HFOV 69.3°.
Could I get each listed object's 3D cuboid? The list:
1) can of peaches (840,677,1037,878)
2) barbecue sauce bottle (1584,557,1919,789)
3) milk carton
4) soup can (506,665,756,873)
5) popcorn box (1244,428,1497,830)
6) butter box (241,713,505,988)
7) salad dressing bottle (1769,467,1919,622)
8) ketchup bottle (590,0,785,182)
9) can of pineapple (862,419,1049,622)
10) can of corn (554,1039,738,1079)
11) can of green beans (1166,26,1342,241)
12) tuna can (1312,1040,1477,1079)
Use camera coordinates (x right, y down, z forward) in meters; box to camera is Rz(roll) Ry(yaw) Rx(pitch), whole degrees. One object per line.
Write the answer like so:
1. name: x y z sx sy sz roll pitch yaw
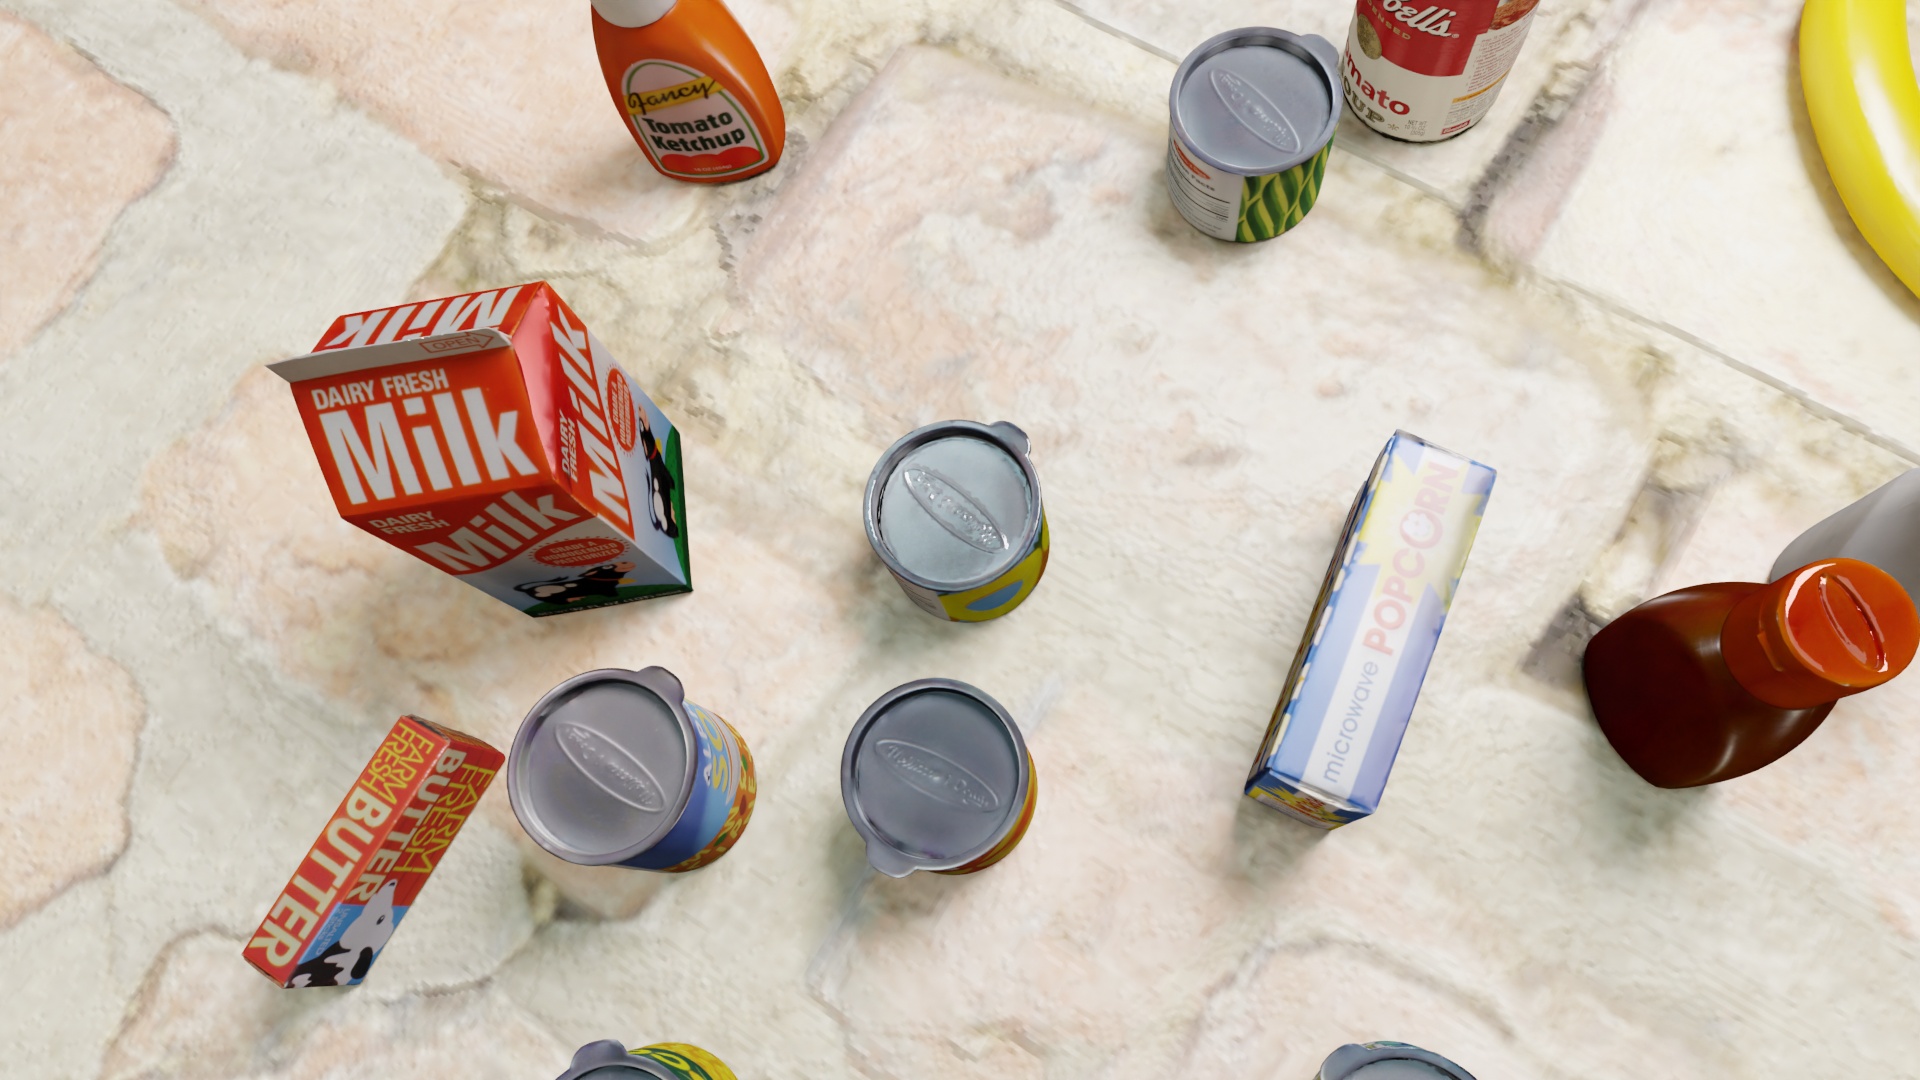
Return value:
1. can of peaches: -0.007 0.090 0.506 0.071 0.058 0.071 -2 74 6
2. barbecue sauce bottle: 0.246 0.041 0.442 0.044 0.148 0.065 -20 73 1
3. milk carton: -0.157 -0.031 0.489 0.072 0.190 0.073 -10 74 4
4. soup can: -0.114 0.084 0.507 0.071 0.083 0.071 -2 74 7
5. popcorn box: 0.142 0.035 0.489 0.038 0.085 0.127 21 78 12
6. butter box: -0.219 0.117 0.526 0.024 0.053 0.103 29 79 14
7. salad dressing bottle: 0.315 -0.001 0.446 0.044 0.147 0.064 42 83 16
8. ketchup bottle: -0.116 -0.198 0.554 0.065 0.148 0.043 -4 74 6
9. can of pineapple: 0.002 -0.007 0.532 0.071 0.057 0.071 -2 74 6
10. can of corn: -0.111 0.209 0.484 0.071 0.058 0.071 -2 74 6
11. can of green beans: 0.117 -0.163 0.563 0.071 0.057 0.071 -2 74 6
12. tuna can: 0.147 0.202 0.468 0.071 0.032 0.071 -2 74 6
